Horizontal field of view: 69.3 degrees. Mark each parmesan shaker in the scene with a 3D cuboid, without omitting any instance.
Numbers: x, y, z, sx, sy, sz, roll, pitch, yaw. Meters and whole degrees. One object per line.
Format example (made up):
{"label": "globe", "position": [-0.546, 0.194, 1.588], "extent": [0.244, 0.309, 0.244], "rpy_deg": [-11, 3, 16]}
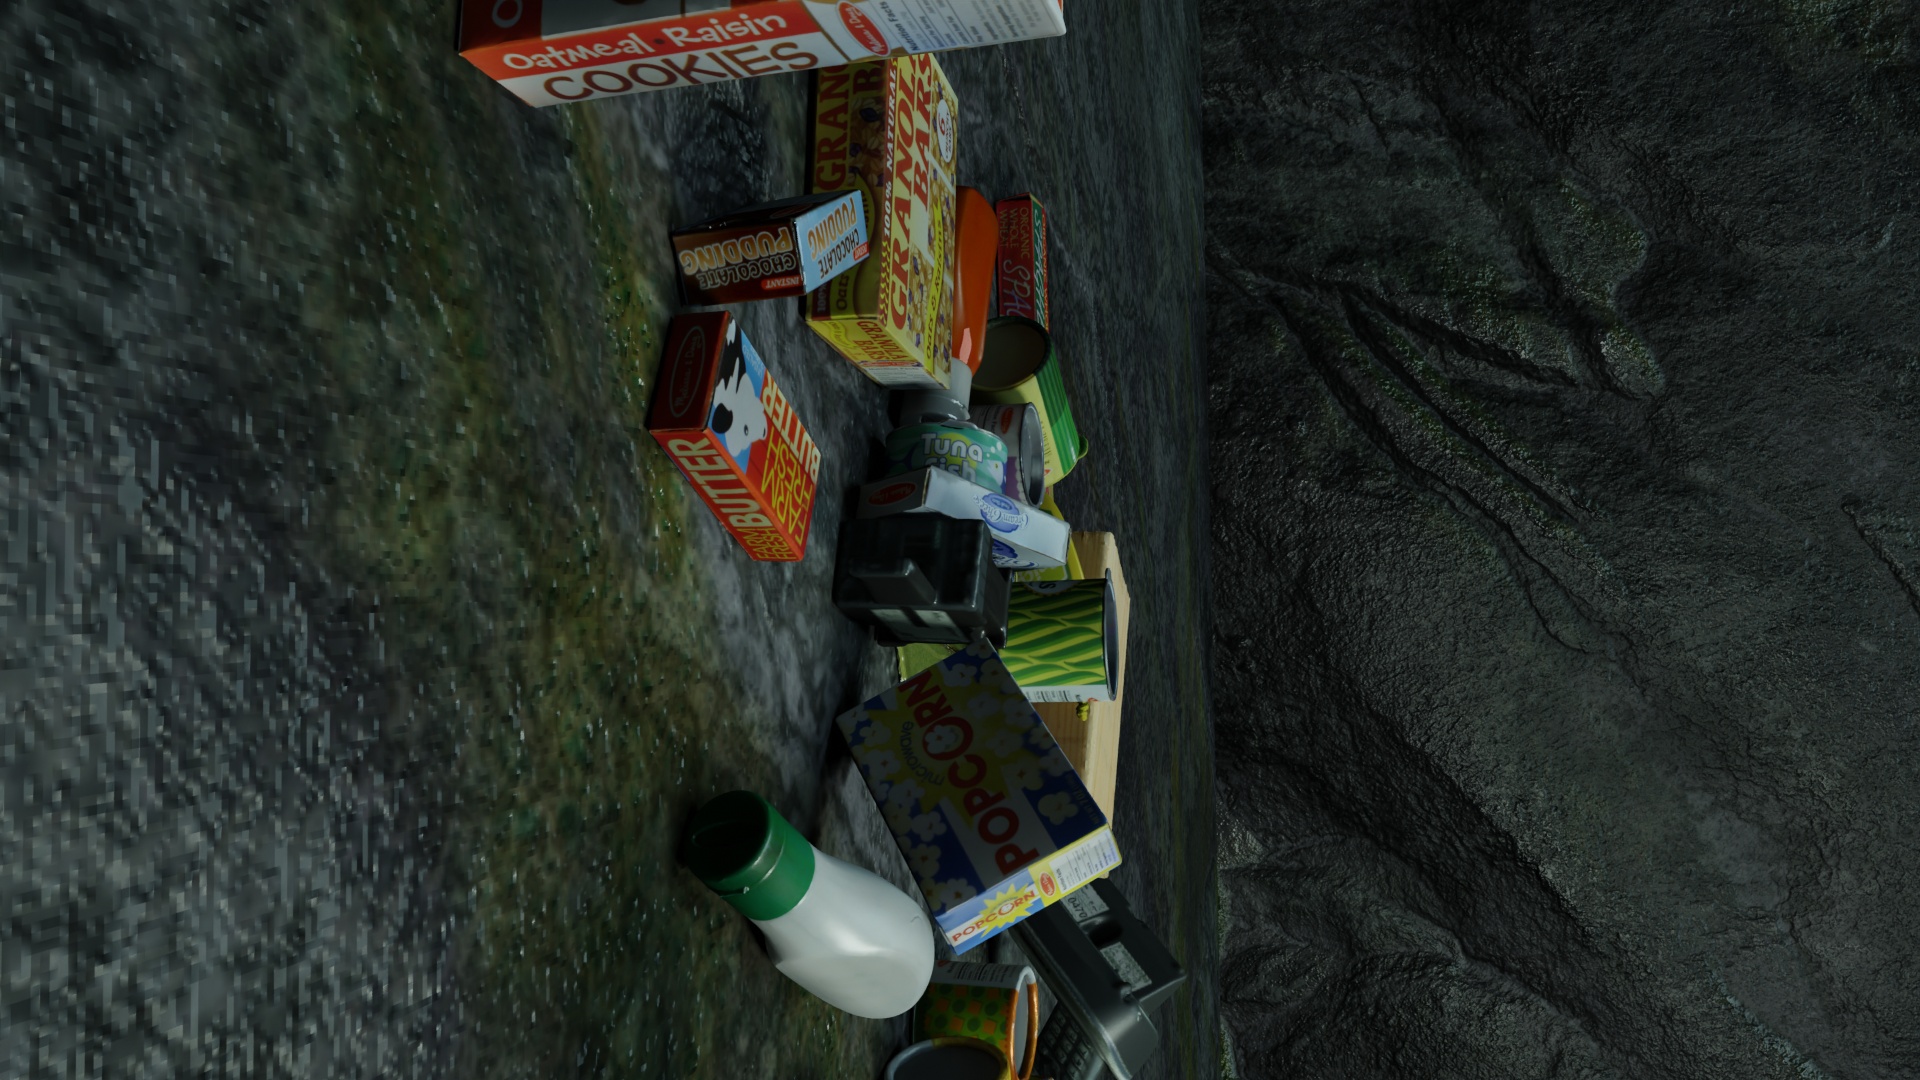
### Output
{"label": "parmesan shaker", "position": [0.040, -0.090, 0.906], "extent": [0.102, 0.071, 0.071], "rpy_deg": [68, 25, -52]}

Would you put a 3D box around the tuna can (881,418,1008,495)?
{"label": "tuna can", "position": [-0.008, -0.036, 0.731], "extent": [0.071, 0.071, 0.033], "rpy_deg": [53, 39, -65]}

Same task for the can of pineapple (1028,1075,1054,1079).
{"label": "can of pineapple", "position": [0.026, 0.358, 0.839], "extent": [0.071, 0.058, 0.071], "rpy_deg": [-2, 91, -75]}

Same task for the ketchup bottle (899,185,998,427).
{"label": "ketchup bottle", "position": [-0.007, -0.126, 0.790], "extent": [0.064, 0.043, 0.149], "rpy_deg": [61, 31, -58]}

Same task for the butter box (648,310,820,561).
{"label": "butter box", "position": [-0.084, -0.037, 0.536], "extent": [0.103, 0.024, 0.053], "rpy_deg": [63, 29, -58]}

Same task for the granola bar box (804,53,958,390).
{"label": "granola bar box", "position": [-0.037, -0.170, 0.694], "extent": [0.124, 0.039, 0.165], "rpy_deg": [33, 57, -72]}

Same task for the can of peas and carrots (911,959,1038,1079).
{"label": "can of peas and carrots", "position": [0.009, 0.275, 0.785], "extent": [0.071, 0.059, 0.071], "rpy_deg": [-3, 91, -74]}

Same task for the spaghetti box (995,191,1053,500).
{"label": "spaghetti box", "position": [0.048, -0.125, 1.020], "extent": [0.050, 0.028, 0.249], "rpy_deg": [-9, 97, -75]}

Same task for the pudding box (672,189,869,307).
{"label": "pudding box", "position": [-0.072, -0.115, 0.541], "extent": [0.084, 0.049, 0.030], "rpy_deg": [-57, 141, -65]}

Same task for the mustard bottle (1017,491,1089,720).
{"label": "mustard bottle", "position": [0.051, 0.038, 0.858], "extent": [0.048, 0.065, 0.161], "rpy_deg": [80, -11, -59]}

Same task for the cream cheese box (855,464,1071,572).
{"label": "cream cheese box", "position": [0.003, -0.009, 0.713], "extent": [0.104, 0.053, 0.024], "rpy_deg": [21, 68, -39]}

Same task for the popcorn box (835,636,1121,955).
{"label": "popcorn box", "position": [0.006, 0.113, 0.635], "extent": [0.127, 0.085, 0.038], "rpy_deg": [55, -9, 44]}

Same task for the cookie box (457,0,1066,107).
{"label": "cookie box", "position": [-0.055, -0.194, 0.387], "extent": [0.040, 0.167, 0.123], "rpy_deg": [27, 63, -70]}

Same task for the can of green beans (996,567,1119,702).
{"label": "can of green beans", "position": [0.053, 0.053, 0.743], "extent": [0.071, 0.058, 0.071], "rpy_deg": [-4, 92, -78]}

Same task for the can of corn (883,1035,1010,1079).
{"label": "can of corn", "position": [-0.003, 0.299, 0.716], "extent": [0.071, 0.071, 0.058], "rpy_deg": [-35, 121, -72]}

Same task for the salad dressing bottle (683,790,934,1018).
{"label": "salad dressing bottle", "position": [-0.058, 0.147, 0.554], "extent": [0.147, 0.064, 0.044], "rpy_deg": [58, 27, -48]}

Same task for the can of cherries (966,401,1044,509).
{"label": "can of cherries", "position": [0.017, -0.048, 0.844], "extent": [0.071, 0.058, 0.071], "rpy_deg": [-4, 91, -76]}
